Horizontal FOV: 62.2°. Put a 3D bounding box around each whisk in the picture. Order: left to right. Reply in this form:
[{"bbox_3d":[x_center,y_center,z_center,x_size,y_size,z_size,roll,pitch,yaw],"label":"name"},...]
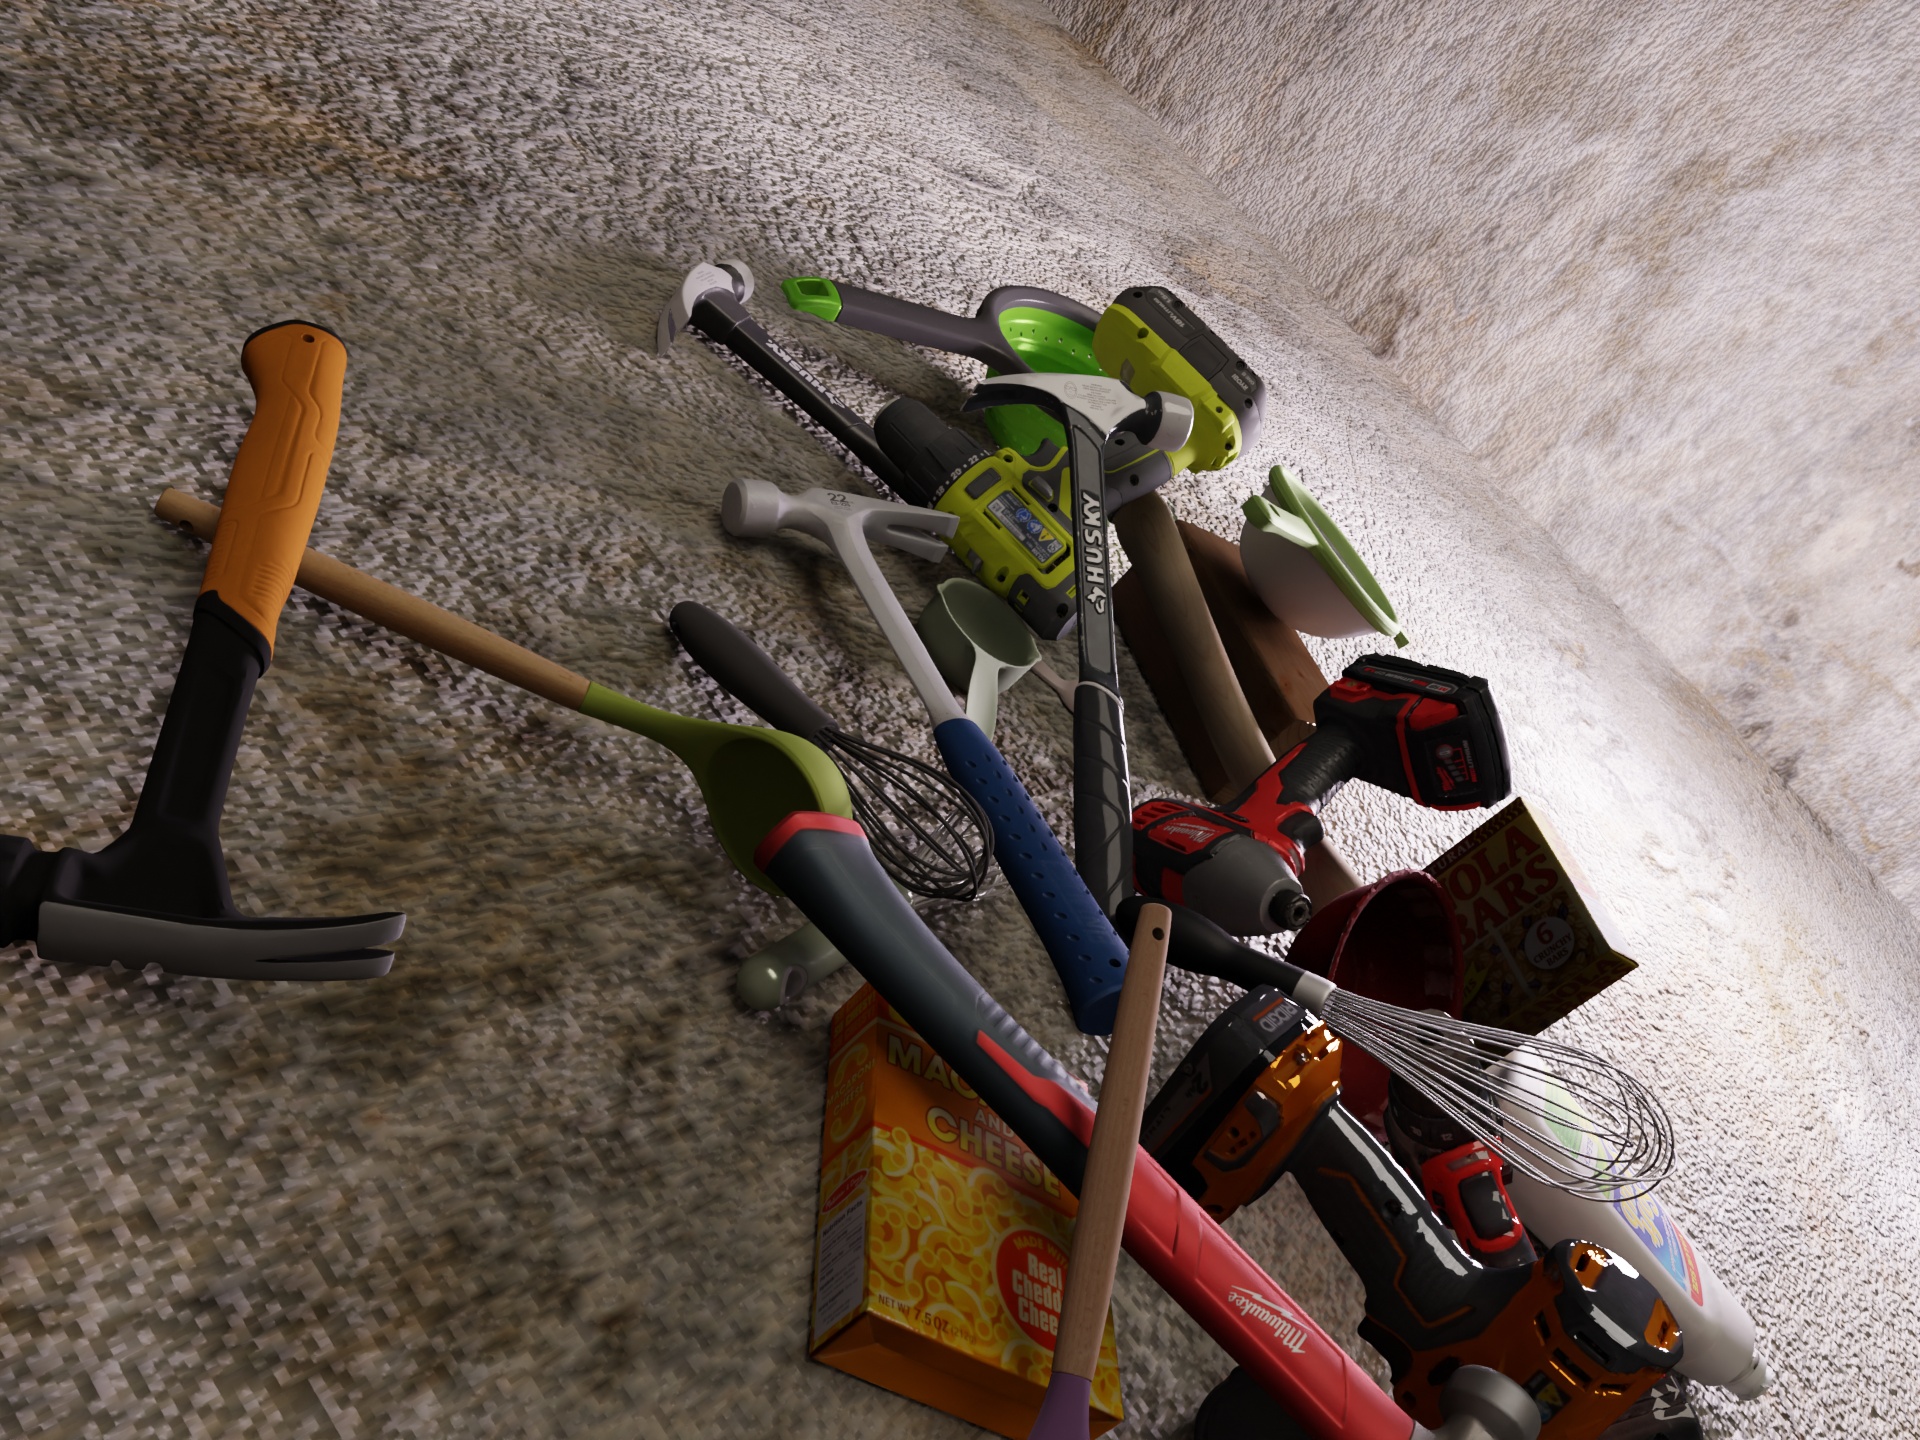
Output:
[{"bbox_3d":[-0.069,0.007,0.772,0.239,0.055,0.055,39,23,30],"label":"whisk"},{"bbox_3d":[-0.029,0.085,0.771,0.059,0.057,0.246,17,21,26],"label":"whisk"},{"bbox_3d":[0.199,0.148,0.765,0.285,0.070,0.070,23,19,26],"label":"whisk"}]

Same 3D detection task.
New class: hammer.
[{"bbox_3d":[-0.264,-0.048,0.605,0.127,0.034,0.337,11,42,-22],"label":"hammer"},{"bbox_3d":[-0.066,-0.190,1.099,0.334,0.035,0.146,40,28,-6],"label":"hammer"},{"bbox_3d":[-0.001,-0.003,0.839,0.144,0.035,0.406,1,40,-31],"label":"hammer"},{"bbox_3d":[0.050,0.188,0.627,0.386,0.038,0.143,44,52,9],"label":"hammer"},{"bbox_3d":[0.075,-0.031,0.913,0.149,0.036,0.409,9,63,-19],"label":"hammer"},{"bbox_3d":[0.168,-0.018,1.094,0.038,0.146,0.411,14,47,-46],"label":"hammer"}]

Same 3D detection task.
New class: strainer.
[{"bbox_3d":[0.226,-0.111,1.112,0.152,0.069,0.256,60,22,18],"label":"strainer"}]

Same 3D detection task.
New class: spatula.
[{"bbox_3d":[0.047,0.212,0.577,0.059,0.018,0.316,22,60,-14],"label":"spatula"}]

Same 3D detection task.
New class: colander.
[{"bbox_3d":[0.021,-0.267,1.267,0.396,0.094,0.205,5,44,-35],"label":"colander"}]

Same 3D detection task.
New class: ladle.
[{"bbox_3d":[-0.190,-0.013,0.684,0.320,0.078,0.062,26,43,-16],"label":"ladle"}]

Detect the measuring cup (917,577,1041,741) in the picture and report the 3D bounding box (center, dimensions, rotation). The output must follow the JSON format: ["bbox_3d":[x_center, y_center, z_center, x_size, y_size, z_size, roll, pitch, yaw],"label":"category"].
[{"bbox_3d":[0.005,-0.023,0.963,0.083,0.038,0.168,33,32,-18],"label":"measuring cup"}]

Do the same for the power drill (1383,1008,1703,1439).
[{"bbox_3d":[0.277,0.268,0.801,0.187,0.080,0.227,65,5,-47],"label":"power drill"}]

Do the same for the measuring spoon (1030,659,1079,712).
[{"bbox_3d":[0.052,-0.045,1.071,0.124,0.018,0.034,41,28,-3],"label":"measuring spoon"}]

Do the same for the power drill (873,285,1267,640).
[{"bbox_3d":[0.073,-0.187,1.066,0.228,0.080,0.190,-40,81,-18],"label":"power drill"}]

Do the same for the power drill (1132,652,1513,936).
[{"bbox_3d":[0.210,0.050,0.931,0.143,0.219,0.078,24,-41,58],"label":"power drill"}]

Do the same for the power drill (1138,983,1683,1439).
[{"bbox_3d":[0.178,0.249,0.718,0.227,0.164,0.084,40,26,21],"label":"power drill"}]
